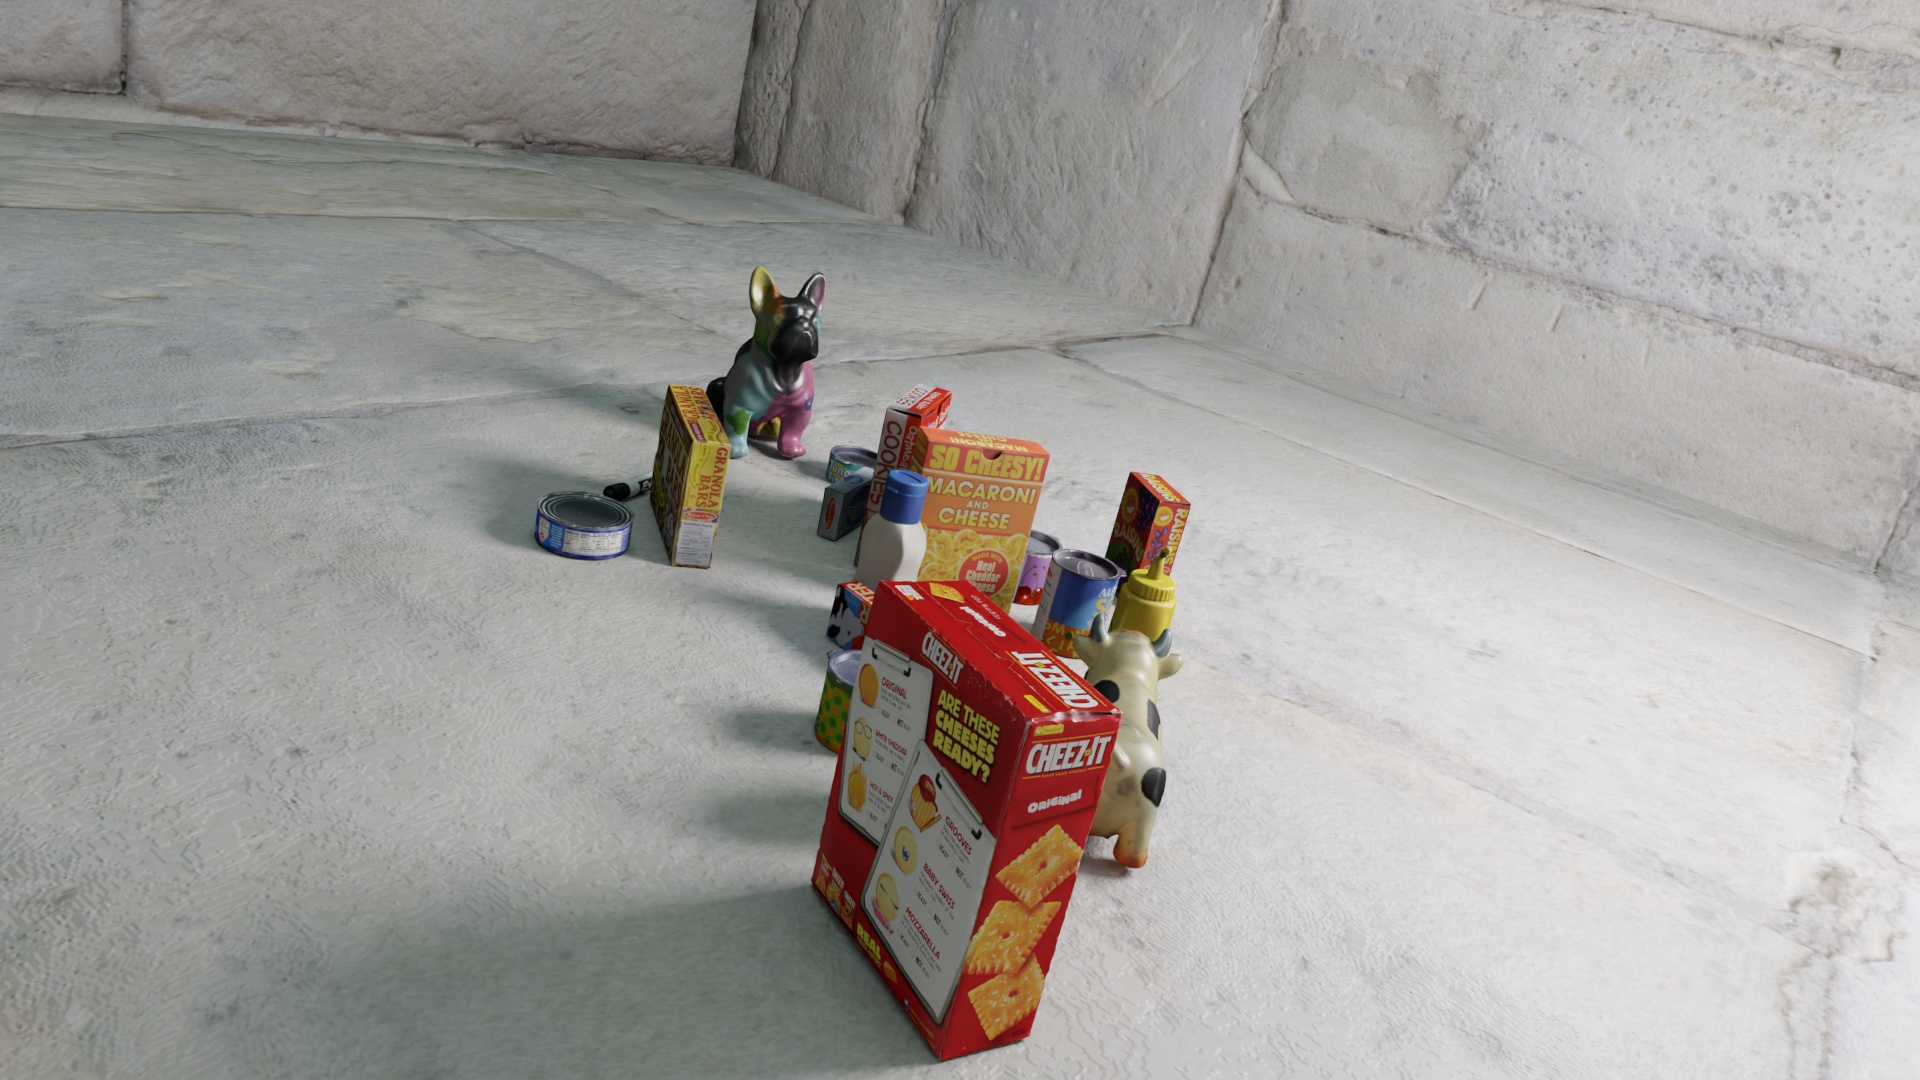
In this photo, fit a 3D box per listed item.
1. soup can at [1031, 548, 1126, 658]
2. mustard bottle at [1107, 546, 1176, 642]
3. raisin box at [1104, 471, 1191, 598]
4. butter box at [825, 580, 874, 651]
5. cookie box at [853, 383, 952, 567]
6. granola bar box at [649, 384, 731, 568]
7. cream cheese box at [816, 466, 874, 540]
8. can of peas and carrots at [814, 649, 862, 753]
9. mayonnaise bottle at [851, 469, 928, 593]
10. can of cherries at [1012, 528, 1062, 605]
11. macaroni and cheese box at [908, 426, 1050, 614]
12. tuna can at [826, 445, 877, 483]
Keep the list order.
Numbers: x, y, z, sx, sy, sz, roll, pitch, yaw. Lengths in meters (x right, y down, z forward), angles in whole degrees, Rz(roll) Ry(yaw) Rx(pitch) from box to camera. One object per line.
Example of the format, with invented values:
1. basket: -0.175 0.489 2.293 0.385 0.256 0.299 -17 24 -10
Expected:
1. soup can: 0.109 0.059 1.290 0.071 0.083 0.071 12 20 -4
2. mustard bottle: 0.148 0.076 1.162 0.049 0.159 0.065 16 20 6
3. raisin box: 0.191 0.001 1.441 0.040 0.123 0.086 7 21 -18
4. butter box: -0.069 0.079 1.166 0.024 0.053 0.104 -6 28 -44
5. cookie box: -0.056 -0.064 1.387 0.040 0.166 0.123 17 20 7
6. granola bar box: -0.259 -0.064 1.318 0.039 0.123 0.166 5 22 -22
7. cream cheese box: -0.115 -0.039 1.449 0.024 0.053 0.104 19 21 14
8. can of peas and carrots: -0.075 0.122 1.041 0.071 0.058 0.071 12 20 -4
9. mayonnaise bottle: -0.060 0.013 1.210 0.065 0.147 0.041 27 24 33
10. can of cherries: 0.065 0.025 1.388 0.071 0.058 0.072 12 20 -4
11. macaroni and cheese box: 0.005 -0.016 1.303 0.124 0.165 0.040 6 21 -22
12. tuna can: -0.121 -0.082 1.588 0.071 0.032 0.071 12 20 -4
